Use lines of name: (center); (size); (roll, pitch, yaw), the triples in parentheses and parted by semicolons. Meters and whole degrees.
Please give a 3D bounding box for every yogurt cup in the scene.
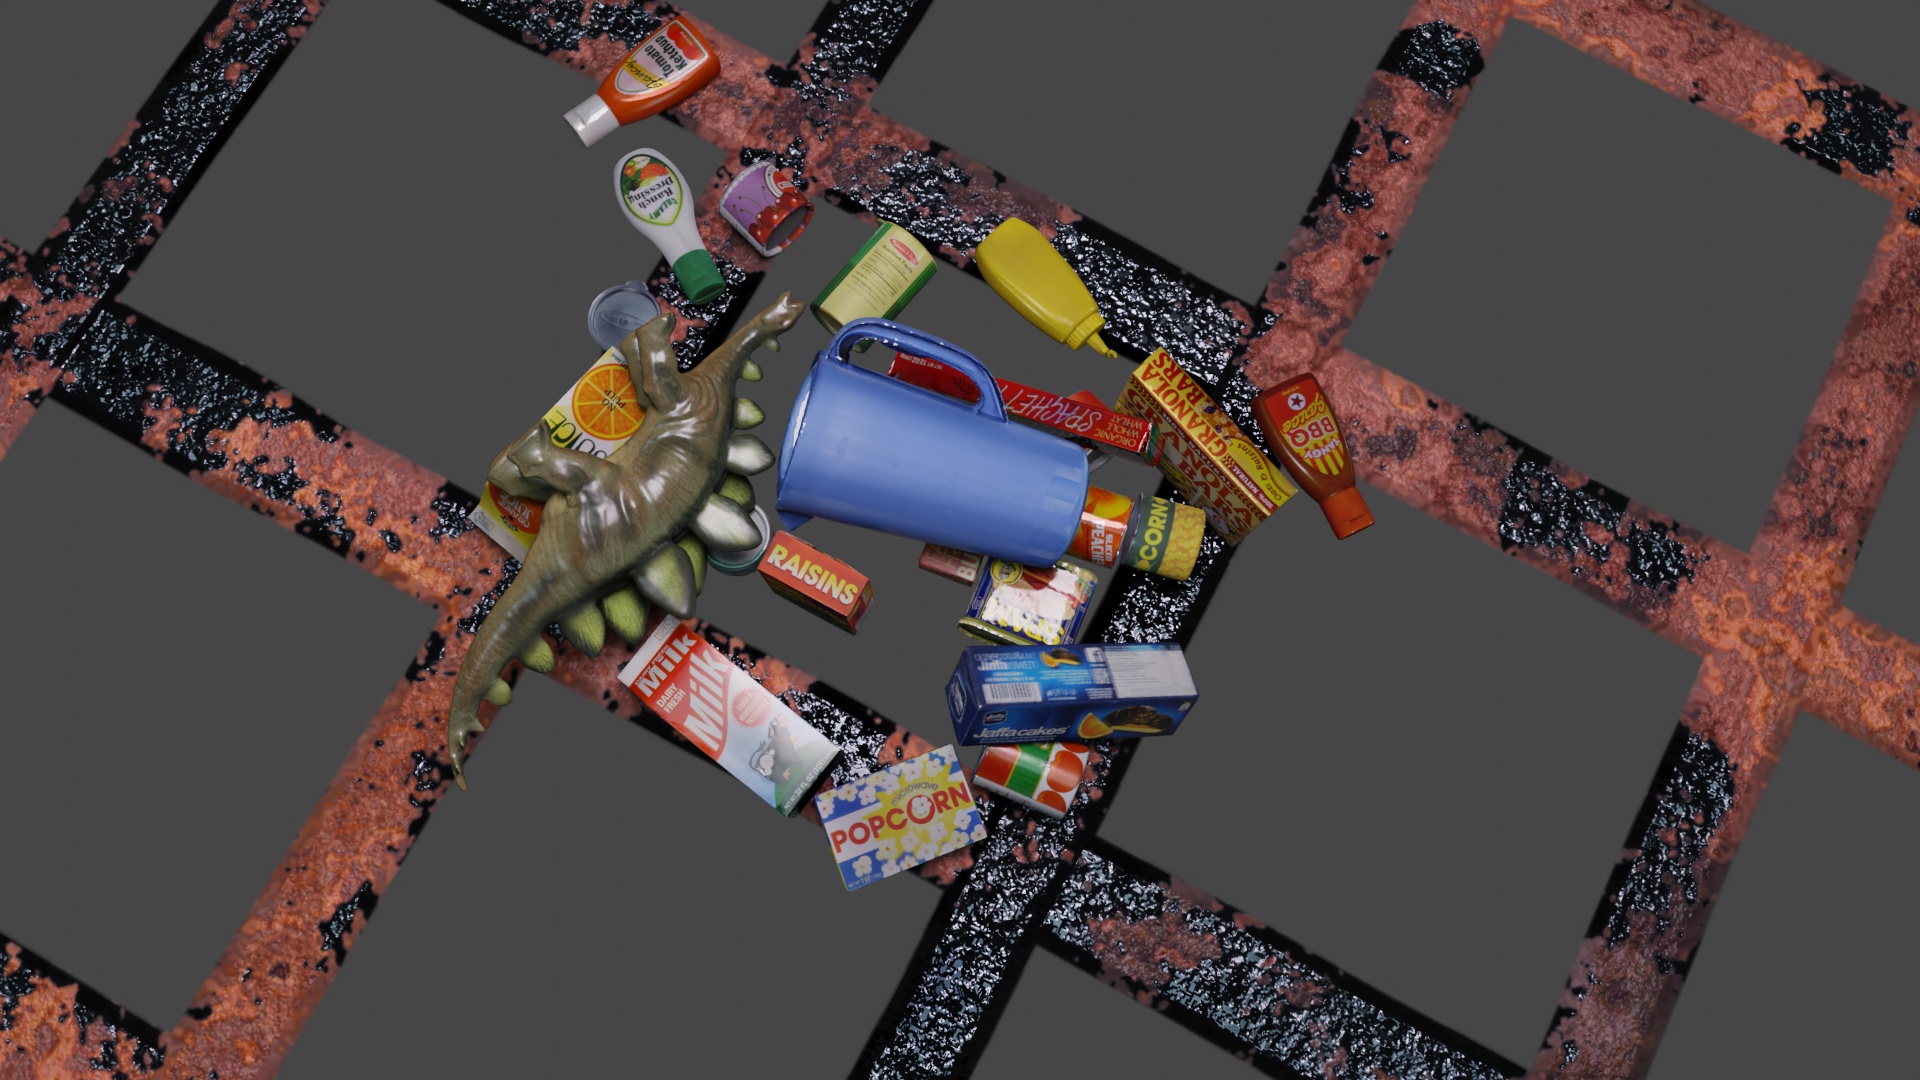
yogurt cup: (0.109, -0.096, 1.231); (0.072, 0.072, 0.054); (-36, 74, -8)

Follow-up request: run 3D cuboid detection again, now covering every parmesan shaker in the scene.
parmesan shaker: (-0.081, -0.229, 1.250); (0.071, 0.071, 0.103); (39, 81, 6)

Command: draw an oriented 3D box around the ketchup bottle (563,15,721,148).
ketchup bottle: (-0.299, -0.422, 1.295); (0.149, 0.043, 0.065); (-39, 82, -8)

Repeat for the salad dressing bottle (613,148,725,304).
salad dressing bottle: (-0.263, -0.286, 1.267); (0.064, 0.044, 0.148); (-29, 81, -6)

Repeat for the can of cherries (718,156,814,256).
can of cherries: (-0.174, -0.303, 1.261); (0.071, 0.071, 0.058); (-44, 83, -9)

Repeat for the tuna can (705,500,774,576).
tuna can: (-0.199, -0.003, 1.216); (0.071, 0.032, 0.071); (0, 78, -2)

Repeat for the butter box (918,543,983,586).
butter box: (0.004, -0.015, 1.229); (0.053, 0.024, 0.103); (21, 78, 2)

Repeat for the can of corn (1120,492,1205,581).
can of corn: (0.176, -0.003, 1.209); (0.058, 0.071, 0.071); (15, 78, 1)

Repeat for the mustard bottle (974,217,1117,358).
mustard bottle: (0.084, -0.219, 1.263); (0.065, 0.048, 0.160); (-41, 83, -9)

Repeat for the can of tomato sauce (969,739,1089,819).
can of tomato sauce: (0.059, 0.187, 1.167); (0.083, 0.071, 0.071); (22, 79, 2)

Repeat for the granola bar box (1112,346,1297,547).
granola bar box: (0.205, -0.076, 1.198); (0.039, 0.124, 0.165); (-41, 82, -10)

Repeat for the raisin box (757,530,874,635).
raisin box: (-0.118, 0.037, 1.164); (0.086, 0.123, 0.040); (29, 80, 4)

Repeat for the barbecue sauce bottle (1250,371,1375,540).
barbecue sauce bottle: (0.320, -0.073, 1.243); (0.065, 0.043, 0.148); (-24, 80, -8)

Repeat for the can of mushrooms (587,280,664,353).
can of mushrooms: (-0.298, -0.196, 1.253); (0.071, 0.033, 0.071); (0, 78, -1)

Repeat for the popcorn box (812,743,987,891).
popcorn box: (-0.050, 0.232, 1.169); (0.127, 0.038, 0.085); (-20, 79, -6)

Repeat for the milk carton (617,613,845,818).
milk carton: (-0.193, 0.146, 1.164); (0.191, 0.073, 0.072); (37, 80, 6)

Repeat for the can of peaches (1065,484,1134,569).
can of peaches: (0.114, -0.013, 1.210); (0.058, 0.071, 0.071); (18, 79, 3)

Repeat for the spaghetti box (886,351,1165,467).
spaghetti box: (0.055, -0.114, 1.194); (0.250, 0.050, 0.028); (19, 85, 24)

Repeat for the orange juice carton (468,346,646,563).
orange juice carton: (-0.334, -0.069, 1.205); (0.072, 0.073, 0.193); (41, 80, 5)
